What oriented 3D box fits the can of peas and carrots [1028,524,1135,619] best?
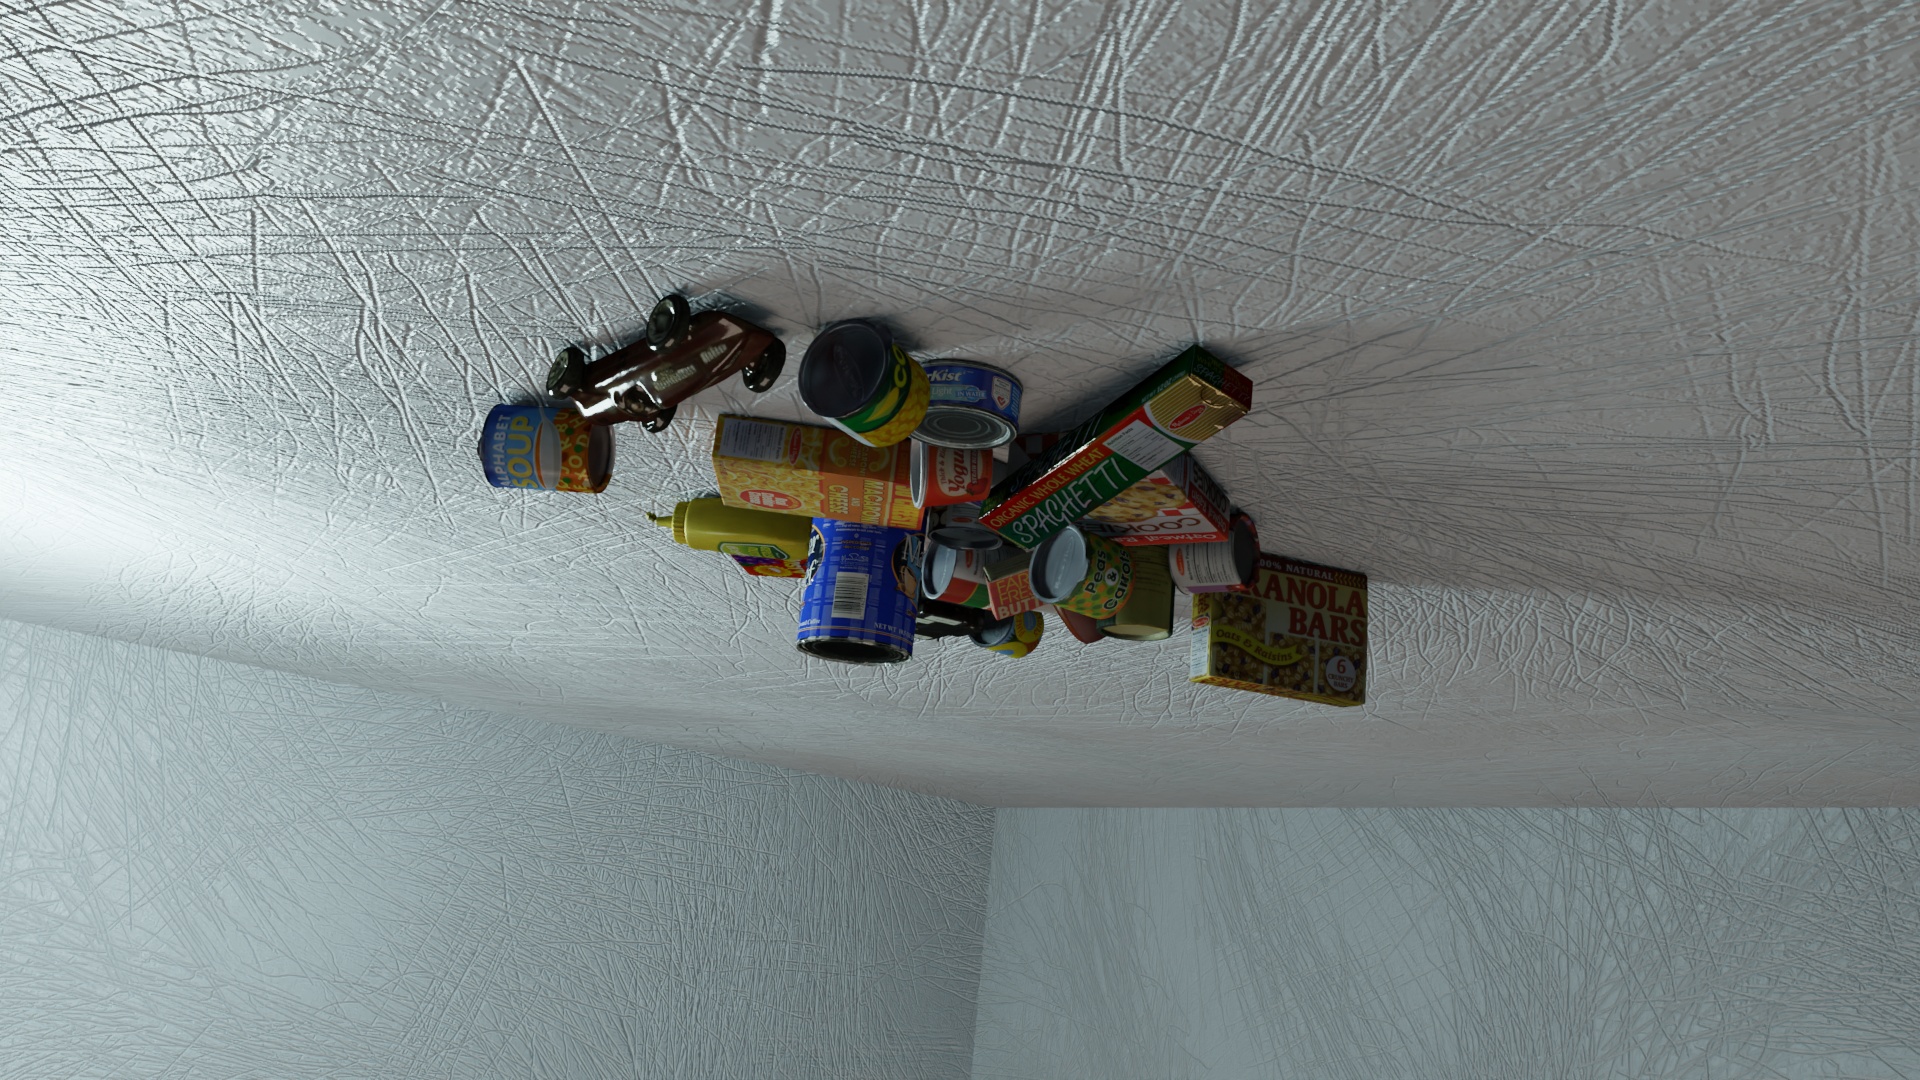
[{"bbox_3d":[0.099,0.025,1.111,0.059,0.071,0.071,19,159,-36],"label":"can of peas and carrots"}]

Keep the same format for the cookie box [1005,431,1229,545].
[{"bbox_3d":[0.126,-0.039,1.079,0.123,0.040,0.167,-3,161,28],"label":"cookie box"}]

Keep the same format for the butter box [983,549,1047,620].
[{"bbox_3d":[0.074,0.033,1.270,0.103,0.024,0.052,-19,132,-5],"label":"butter box"}]

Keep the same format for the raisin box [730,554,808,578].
[{"bbox_3d":[-0.154,0.008,1.343,0.123,0.040,0.086,2,164,8],"label":"raisin box"}]

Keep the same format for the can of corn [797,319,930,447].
[{"bbox_3d":[-0.059,-0.101,0.888,0.071,0.071,0.058,-3,162,27],"label":"can of corn"}]

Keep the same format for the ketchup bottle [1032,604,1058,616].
[{"bbox_3d":[0.041,0.046,1.396,0.149,0.043,0.064,13,163,-23],"label":"ketchup bottle"}]

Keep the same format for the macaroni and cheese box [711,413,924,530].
[{"bbox_3d":[-0.109,-0.053,1.113,0.166,0.040,0.123,7,164,-3],"label":"macaroni and cheese box"}]

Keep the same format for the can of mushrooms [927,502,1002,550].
[{"bbox_3d":[0.004,-0.015,1.216,0.071,0.033,0.071,5,164,1],"label":"can of mushrooms"}]

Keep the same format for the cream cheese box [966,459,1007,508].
[{"bbox_3d":[0.035,-0.041,1.133,0.104,0.024,0.053,19,159,-38],"label":"cream cheese box"}]

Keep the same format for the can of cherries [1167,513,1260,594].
[{"bbox_3d":[0.216,0.010,1.177,0.058,0.071,0.071,-6,160,33],"label":"can of cherries"}]

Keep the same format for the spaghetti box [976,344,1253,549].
[{"bbox_3d":[0.098,-0.057,0.953,0.050,0.029,0.249,30,146,-20],"label":"spaghetti box"}]

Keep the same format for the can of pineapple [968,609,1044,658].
[{"bbox_3d":[0.050,0.090,1.504,0.071,0.071,0.058,-8,159,39],"label":"can of pineapple"}]

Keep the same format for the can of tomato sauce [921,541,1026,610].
[{"bbox_3d":[0.014,0.031,1.311,0.083,0.071,0.071,14,162,-27],"label":"can of tomato sauce"}]

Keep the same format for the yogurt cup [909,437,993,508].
[{"bbox_3d":[-0.007,-0.057,1.024,0.054,0.072,0.072,0,165,-10],"label":"yogurt cup"}]

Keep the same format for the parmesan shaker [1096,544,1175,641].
[{"bbox_3d":[0.149,0.030,1.193,0.071,0.103,0.071,6,164,2],"label":"parmesan shaker"}]

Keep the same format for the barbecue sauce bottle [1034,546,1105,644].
[{"bbox_3d":[0.100,0.027,1.226,0.044,0.065,0.148,48,174,49],"label":"barbecue sauce bottle"}]

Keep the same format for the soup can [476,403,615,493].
[{"bbox_3d":[-0.319,-0.071,1.075,0.084,0.071,0.071,4,163,6],"label":"soup can"}]

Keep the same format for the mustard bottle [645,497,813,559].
[{"bbox_3d":[-0.210,-0.013,1.272,0.160,0.049,0.065,4,162,6],"label":"mustard bottle"}]

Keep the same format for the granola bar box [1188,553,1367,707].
[{"bbox_3d":[0.294,0.080,1.276,0.166,0.124,0.039,11,162,-18],"label":"granola bar box"}]
